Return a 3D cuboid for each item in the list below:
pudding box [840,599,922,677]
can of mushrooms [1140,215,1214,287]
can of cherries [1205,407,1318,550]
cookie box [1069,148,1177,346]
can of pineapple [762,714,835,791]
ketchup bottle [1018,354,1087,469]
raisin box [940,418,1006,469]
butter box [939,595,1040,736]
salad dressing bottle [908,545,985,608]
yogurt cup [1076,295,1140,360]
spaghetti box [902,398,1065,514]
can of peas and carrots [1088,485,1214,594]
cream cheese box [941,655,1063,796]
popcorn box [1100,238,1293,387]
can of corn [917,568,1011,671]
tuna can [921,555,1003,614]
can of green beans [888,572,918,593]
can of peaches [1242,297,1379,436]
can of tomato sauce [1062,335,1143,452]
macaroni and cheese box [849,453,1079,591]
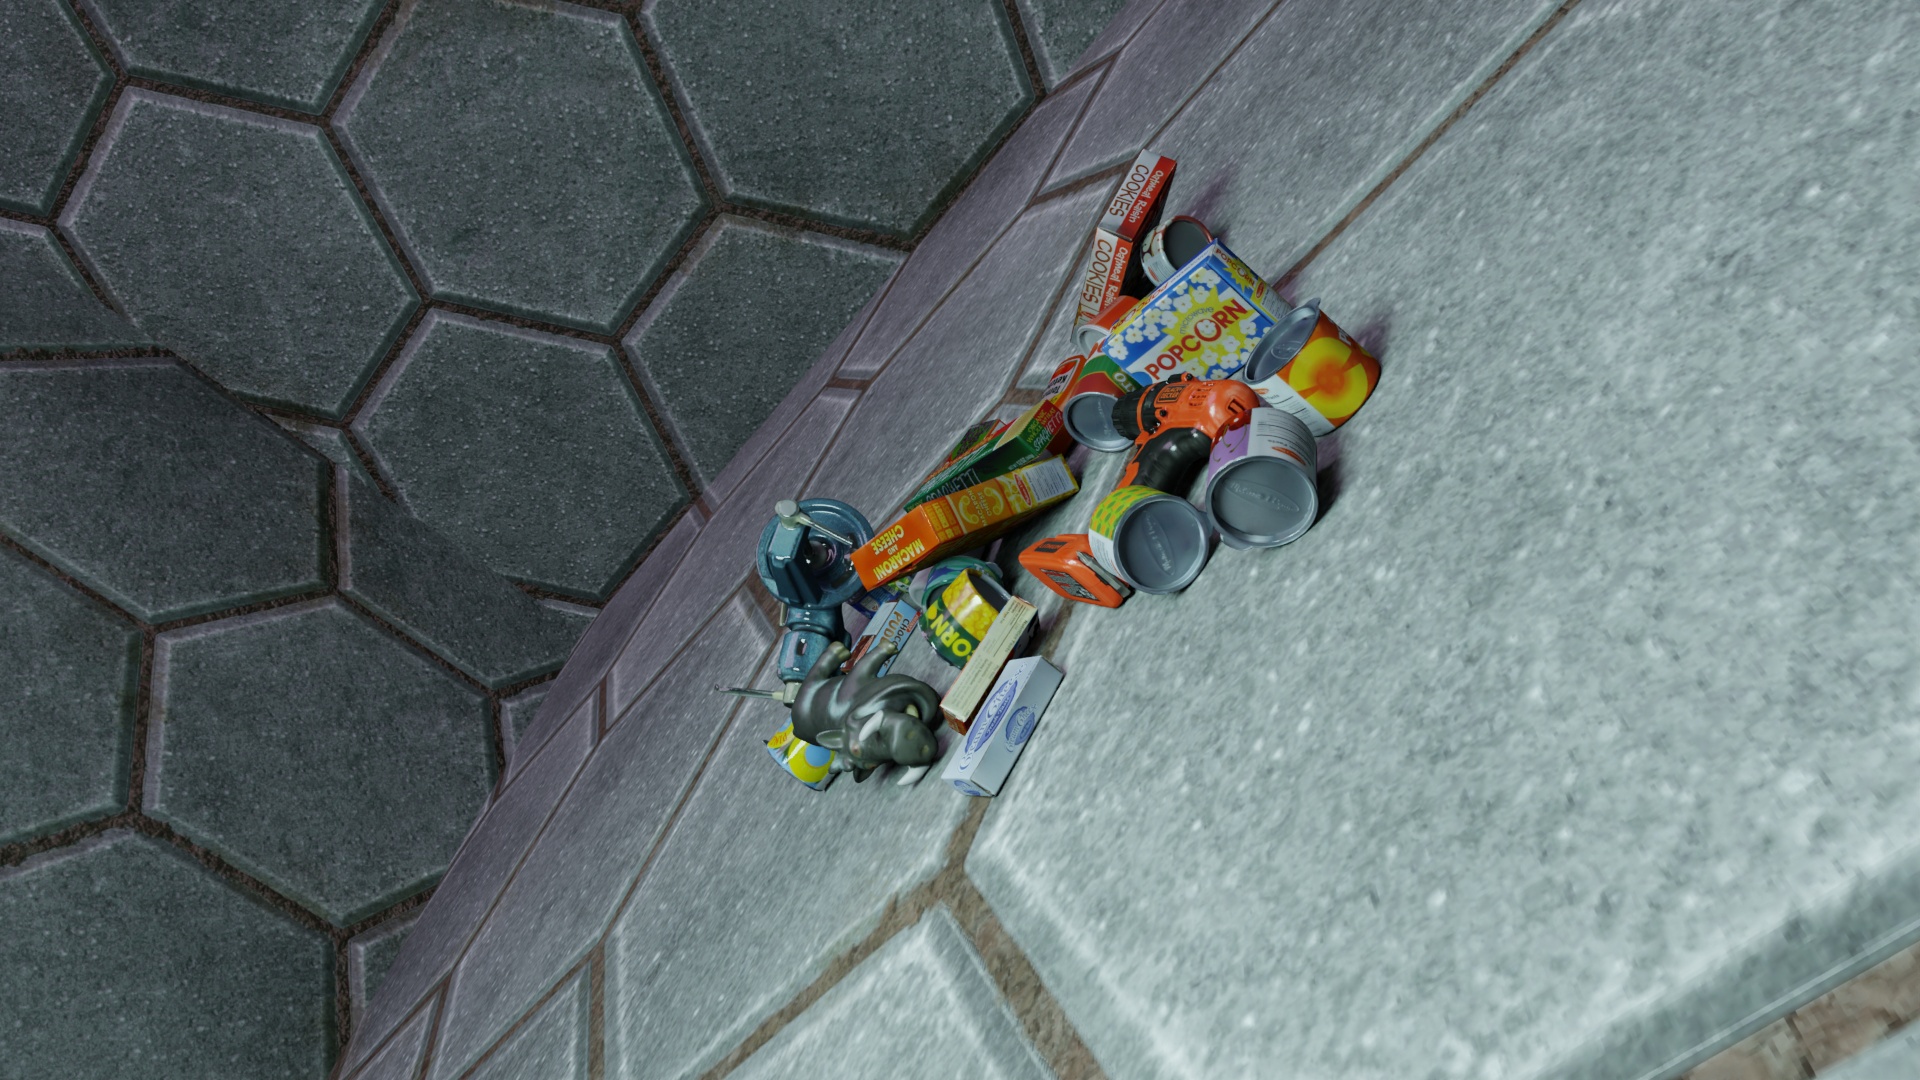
[{"bbox_3d":[-0.077,0.099,1.348,0.084,0.030,0.049,-57,17,-18],"label":"pudding box"},{"bbox_3d":[0.204,-0.268,1.291,0.071,0.071,0.033,-59,17,-23],"label":"can of mushrooms"},{"bbox_3d":[0.182,-0.037,0.844,0.071,0.071,0.059,-42,18,34],"label":"can of cherries"},{"bbox_3d":[0.160,-0.283,1.372,0.166,0.040,0.123,100,-164,-58],"label":"cookie box"},{"bbox_3d":[-0.133,0.182,1.249,0.058,0.071,0.071,-51,15,1],"label":"can of pineapple"},{"bbox_3d":[0.087,-0.106,1.310,0.064,0.043,0.149,-28,29,56],"label":"ketchup bottle"},{"bbox_3d":[0.005,-0.066,1.460,0.123,0.040,0.086,-55,16,-13],"label":"raisin box"},{"bbox_3d":[0.023,0.095,1.040,0.104,0.024,0.053,-56,-17,-15],"label":"butter box"},{"bbox_3d":[0.002,0.001,1.314,0.064,0.044,0.148,-33,23,54],"label":"salad dressing bottle"},{"bbox_3d":[0.149,-0.188,1.281,0.054,0.072,0.072,-49,14,-19],"label":"yogurt cup"},{"bbox_3d":[0.017,-0.067,1.284,0.050,0.028,0.249,-52,11,-28],"label":"spaghetti box"},{"bbox_3d":[0.127,-0.003,0.927,0.071,0.071,0.059,-52,15,0],"label":"can of peas and carrots"},{"bbox_3d":[0.030,0.131,0.981,0.104,0.024,0.053,-58,15,-21],"label":"cream cheese box"},{"bbox_3d":[0.184,-0.165,1.085,0.126,0.085,0.038,-37,21,45],"label":"popcorn box"},{"bbox_3d":[0.009,0.065,1.107,0.058,0.071,0.071,-48,16,15],"label":"can of corn"},{"bbox_3d":[0.004,0.047,1.166,0.070,0.071,0.033,-42,19,33],"label":"tuna can"},{"bbox_3d":[-0.042,0.017,1.359,0.071,0.071,0.057,-58,15,-20],"label":"can of green beans"},{"bbox_3d":[0.227,-0.111,0.893,0.071,0.058,0.071,-47,15,17],"label":"can of peaches"},{"bbox_3d":[0.133,-0.127,1.185,0.071,0.071,0.083,-35,22,47],"label":"can of tomato sauce"},{"bbox_3d":[0.004,-0.015,1.199,0.167,0.040,0.123,-22,-7,-39],"label":"macaroni and cheese box"}]
